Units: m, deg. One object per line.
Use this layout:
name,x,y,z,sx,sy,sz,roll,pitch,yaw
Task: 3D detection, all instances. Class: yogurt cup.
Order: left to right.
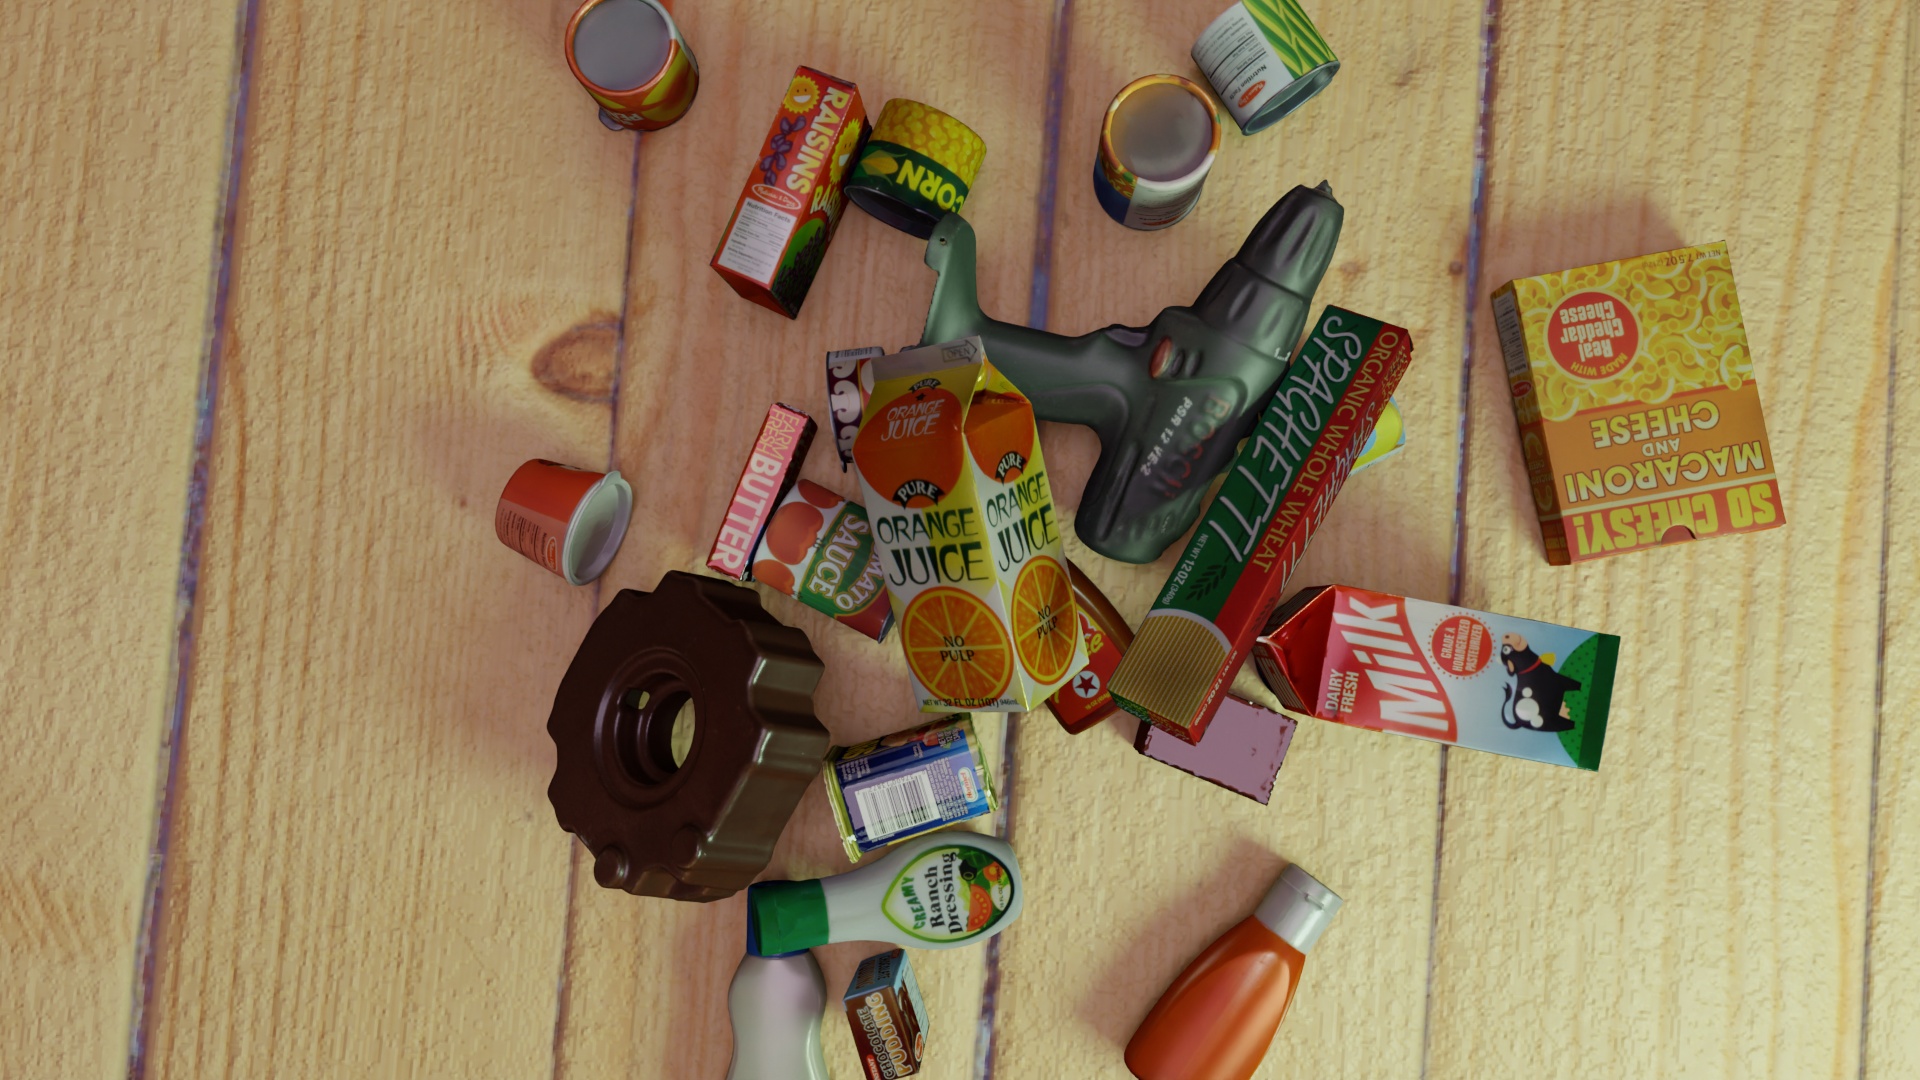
yogurt cup,-0.231,-0.014,0.804,0.054,0.072,0.072,20,88,11

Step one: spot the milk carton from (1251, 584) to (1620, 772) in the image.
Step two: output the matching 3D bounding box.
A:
milk carton,0.239,0.068,0.744,0.191,0.072,0.073,11,87,3

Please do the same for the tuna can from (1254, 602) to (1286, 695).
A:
tuna can,0.205,0.067,0.800,0.071,0.033,0.071,0,87,2

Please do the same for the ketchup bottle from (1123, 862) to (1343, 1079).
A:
ketchup bottle,0.159,0.253,0.786,0.065,0.043,0.149,36,88,2

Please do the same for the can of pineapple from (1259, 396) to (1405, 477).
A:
can of pineapple,0.210,-0.069,0.790,0.058,0.071,0.071,-26,87,0

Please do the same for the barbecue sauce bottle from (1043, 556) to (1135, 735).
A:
barbecue sauce bottle,0.048,0.035,0.800,0.064,0.044,0.148,-36,86,20

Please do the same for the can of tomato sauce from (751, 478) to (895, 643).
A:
can of tomato sauce,-0.068,0.011,0.793,0.083,0.071,0.071,27,88,4

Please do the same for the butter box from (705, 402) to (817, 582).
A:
butter box,-0.114,-0.027,0.806,0.024,0.053,0.103,22,88,1

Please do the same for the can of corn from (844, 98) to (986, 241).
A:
can of corn,-0.024,-0.214,0.805,0.071,0.071,0.058,24,88,3

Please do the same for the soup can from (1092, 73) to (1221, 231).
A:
soup can,0.110,-0.223,0.794,0.071,0.084,0.071,0,87,2

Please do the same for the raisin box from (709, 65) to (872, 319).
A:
raisin box,-0.094,-0.197,0.798,0.040,0.086,0.123,23,88,5

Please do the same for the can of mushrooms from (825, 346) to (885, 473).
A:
can of mushrooms,-0.056,-0.076,0.800,0.033,0.071,0.071,-7,87,0

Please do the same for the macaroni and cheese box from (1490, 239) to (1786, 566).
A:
macaroni and cheese box,0.387,-0.077,0.798,0.124,0.040,0.166,-11,86,2

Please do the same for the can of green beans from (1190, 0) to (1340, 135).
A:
can of green beans,0.176,-0.278,0.803,0.071,0.071,0.058,-32,86,0

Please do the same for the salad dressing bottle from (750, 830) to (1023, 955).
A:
salad dressing bottle,-0.041,0.201,0.775,0.148,0.044,0.064,-6,85,-15

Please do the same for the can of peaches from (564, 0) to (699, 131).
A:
can of peaches,-0.195,-0.281,0.820,0.071,0.058,0.071,0,87,1

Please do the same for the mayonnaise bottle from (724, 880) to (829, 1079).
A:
mayonnaise bottle,-0.105,0.272,0.795,0.065,0.041,0.148,0,85,1

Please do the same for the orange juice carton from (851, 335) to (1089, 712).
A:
orange juice carton,0.003,-0.009,0.737,0.071,0.073,0.192,-6,104,34

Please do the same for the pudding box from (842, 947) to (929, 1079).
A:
pudding box,-0.040,0.262,0.771,0.030,0.083,0.049,-17,87,2

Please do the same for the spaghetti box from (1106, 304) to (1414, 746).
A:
spaghetti box,0.159,-0.014,0.723,0.050,0.028,0.250,25,75,29
